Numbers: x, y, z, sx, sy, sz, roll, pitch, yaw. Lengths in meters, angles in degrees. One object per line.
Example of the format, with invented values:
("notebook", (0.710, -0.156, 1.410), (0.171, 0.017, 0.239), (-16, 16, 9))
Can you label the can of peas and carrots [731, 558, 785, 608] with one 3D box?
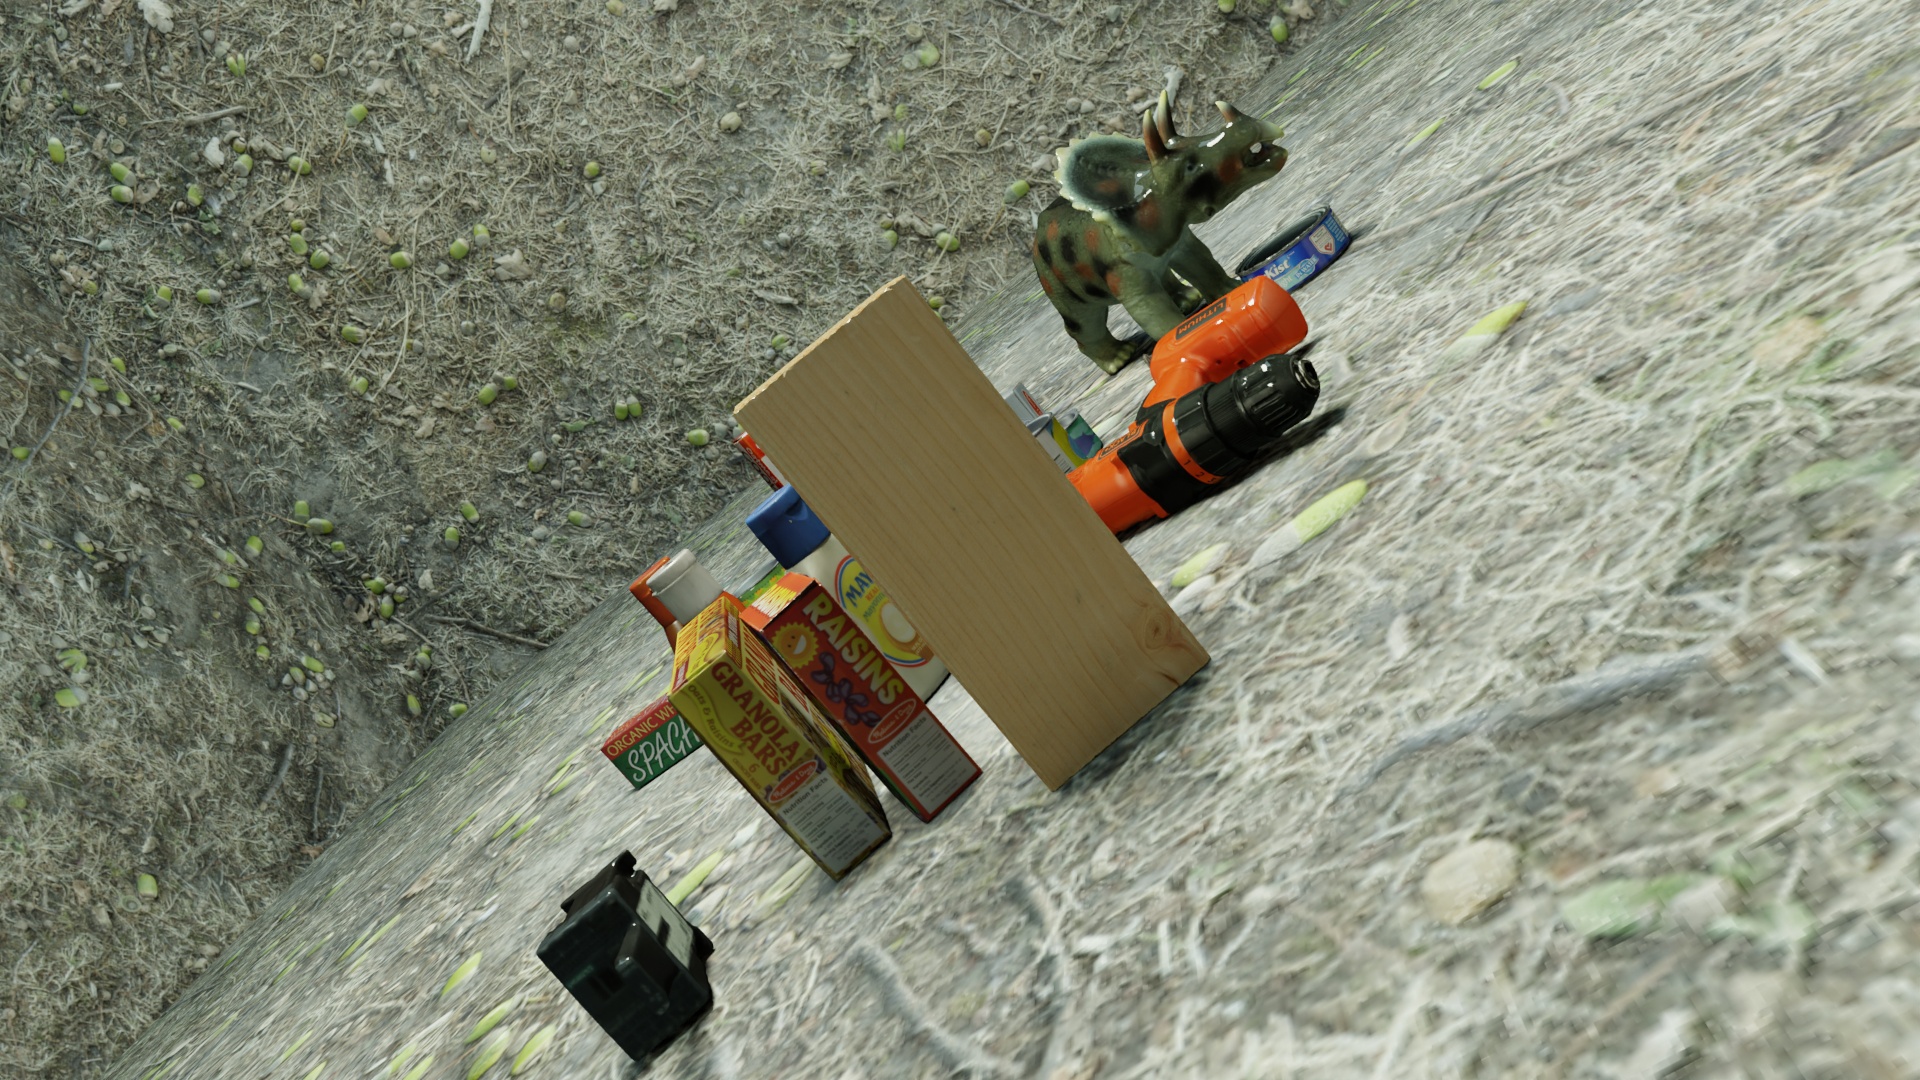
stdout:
("can of peas and carrots", (-0.178, 0.058, 1.316), (0.071, 0.058, 0.071), (-38, 11, 9))

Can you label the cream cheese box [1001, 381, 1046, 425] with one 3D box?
("cream cheese box", (0.029, -0.092, 1.248), (0.103, 0.053, 0.024), (-33, 13, 31))

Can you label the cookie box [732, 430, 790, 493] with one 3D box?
("cookie box", (-0.126, -0.075, 1.387), (0.123, 0.167, 0.040), (-44, 12, -23))

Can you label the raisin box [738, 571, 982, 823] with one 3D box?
("raisin box", (-0.051, 0.074, 0.682), (0.040, 0.123, 0.086), (-42, 11, -10))

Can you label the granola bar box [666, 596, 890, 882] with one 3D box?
("granola bar box", (-0.099, 0.099, 0.737), (0.039, 0.124, 0.165), (-40, 11, -3))

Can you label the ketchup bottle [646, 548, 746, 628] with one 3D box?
("ketchup bottle", (-0.150, 0.073, 0.937), (0.044, 0.148, 0.064), (-44, 12, -19))

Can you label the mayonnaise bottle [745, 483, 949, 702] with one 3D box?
("mayonnaise bottle", (-0.066, 0.033, 0.824), (0.041, 0.148, 0.065), (-28, 16, 47))

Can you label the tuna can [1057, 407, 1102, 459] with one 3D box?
("tuna can", (0.075, -0.068, 1.058), (0.071, 0.033, 0.071), (-38, 11, 9))

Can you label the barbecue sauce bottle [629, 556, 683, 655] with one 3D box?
("barbecue sauce bottle", (-0.175, 0.078, 1.000), (0.065, 0.148, 0.044), (-41, 11, -5))

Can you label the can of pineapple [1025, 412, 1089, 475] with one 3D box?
("can of pineapple", (0.056, -0.048, 0.979), (0.071, 0.058, 0.071), (-38, 11, 9))

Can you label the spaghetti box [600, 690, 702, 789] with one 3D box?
("spaghetti box", (-0.194, 0.123, 1.138), (0.249, 0.050, 0.029), (-35, 12, 20))
